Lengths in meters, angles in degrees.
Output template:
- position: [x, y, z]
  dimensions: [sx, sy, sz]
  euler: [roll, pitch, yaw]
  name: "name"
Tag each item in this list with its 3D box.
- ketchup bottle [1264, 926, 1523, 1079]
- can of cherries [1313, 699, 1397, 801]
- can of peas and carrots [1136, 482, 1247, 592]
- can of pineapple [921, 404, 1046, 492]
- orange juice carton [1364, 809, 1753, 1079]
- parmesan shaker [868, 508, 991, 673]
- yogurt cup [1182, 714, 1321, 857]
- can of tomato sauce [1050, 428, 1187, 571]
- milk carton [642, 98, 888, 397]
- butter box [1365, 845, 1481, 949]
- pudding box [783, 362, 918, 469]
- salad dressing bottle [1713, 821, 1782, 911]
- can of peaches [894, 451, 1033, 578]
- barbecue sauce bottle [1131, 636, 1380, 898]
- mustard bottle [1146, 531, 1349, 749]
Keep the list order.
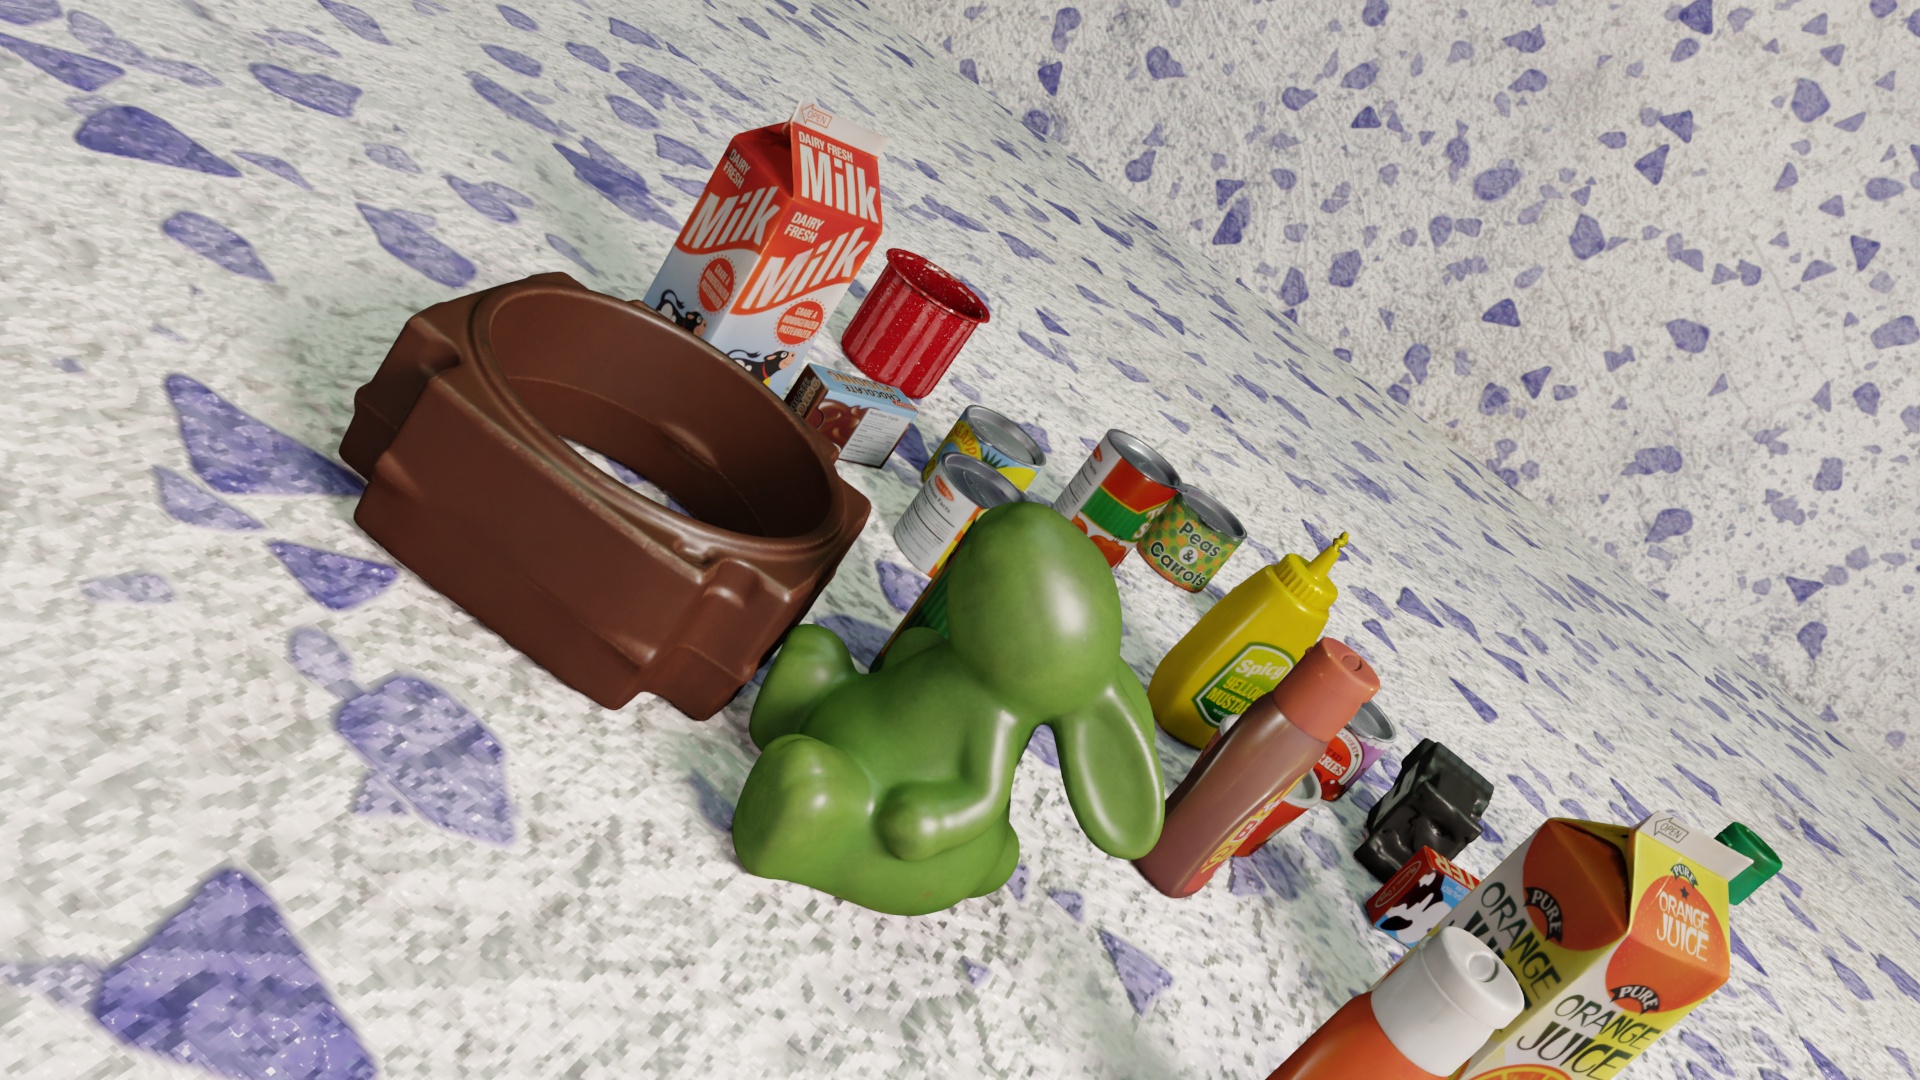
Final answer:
- position: [0.140, 0.201, 0.507]
  dimensions: [0.043, 0.148, 0.065]
  euler: [47, 24, 25]
  name: "ketchup bottle"
- position: [0.241, 0.129, 0.912]
  dimensions: [0.071, 0.058, 0.072]
  euler: [30, 23, -14]
  name: "can of cherries"
- position: [0.179, -0.001, 1.077]
  dimensions: [0.071, 0.058, 0.071]
  euler: [30, 23, -14]
  name: "can of peas and carrots"
- position: [0.014, -0.050, 0.940]
  dimensions: [0.071, 0.057, 0.071]
  euler: [30, 23, -14]
  name: "can of pineapple"
- position: [0.276, 0.201, 0.645]
  dimensions: [0.072, 0.192, 0.073]
  euler: [27, 24, -22]
  name: "orange juice carton"
- position: [0.006, 0.044, 0.685]
  dimensions: [0.071, 0.102, 0.071]
  euler: [30, 23, -14]
  name: "parmesan shaker"
- position: [0.159, 0.140, 0.779]
  dimensions: [0.072, 0.053, 0.073]
  euler: [30, 23, -14]
  name: "yogurt cup"
- position: [0.110, -0.027, 0.998]
  dimensions: [0.071, 0.082, 0.071]
  euler: [30, 23, -14]
  name: "can of tomato sauce"
- position: [-0.114, -0.162, 0.805]
  dimensions: [0.072, 0.189, 0.073]
  euler: [8, 36, -50]
  name: "milk carton"
- position: [0.293, 0.224, 0.806]
  dimensions: [0.103, 0.053, 0.024]
  euler: [32, 22, -10]
  name: "butter box"
- position: [-0.073, -0.078, 0.883]
  dimensions: [0.084, 0.049, 0.030]
  euler: [10, 34, -47]
  name: "pudding box"
- position: [0.445, 0.239, 0.871]
  dimensions: [0.044, 0.147, 0.064]
  euler: [31, 23, -13]
  name: "salad dressing bottle"
- position: [0.003, -0.011, 0.847]
  dimensions: [0.071, 0.058, 0.071]
  euler: [30, 23, -14]
  name: "can of peaches"
- position: [0.146, 0.112, 0.692]
  dimensions: [0.044, 0.148, 0.065]
  euler: [44, 23, 17]
  name: "barbecue sauce bottle"
- position: [0.179, 0.056, 0.834]
  dimensions: [0.065, 0.159, 0.049]
  euler: [25, 25, -26]
  name: "mustard bottle"
